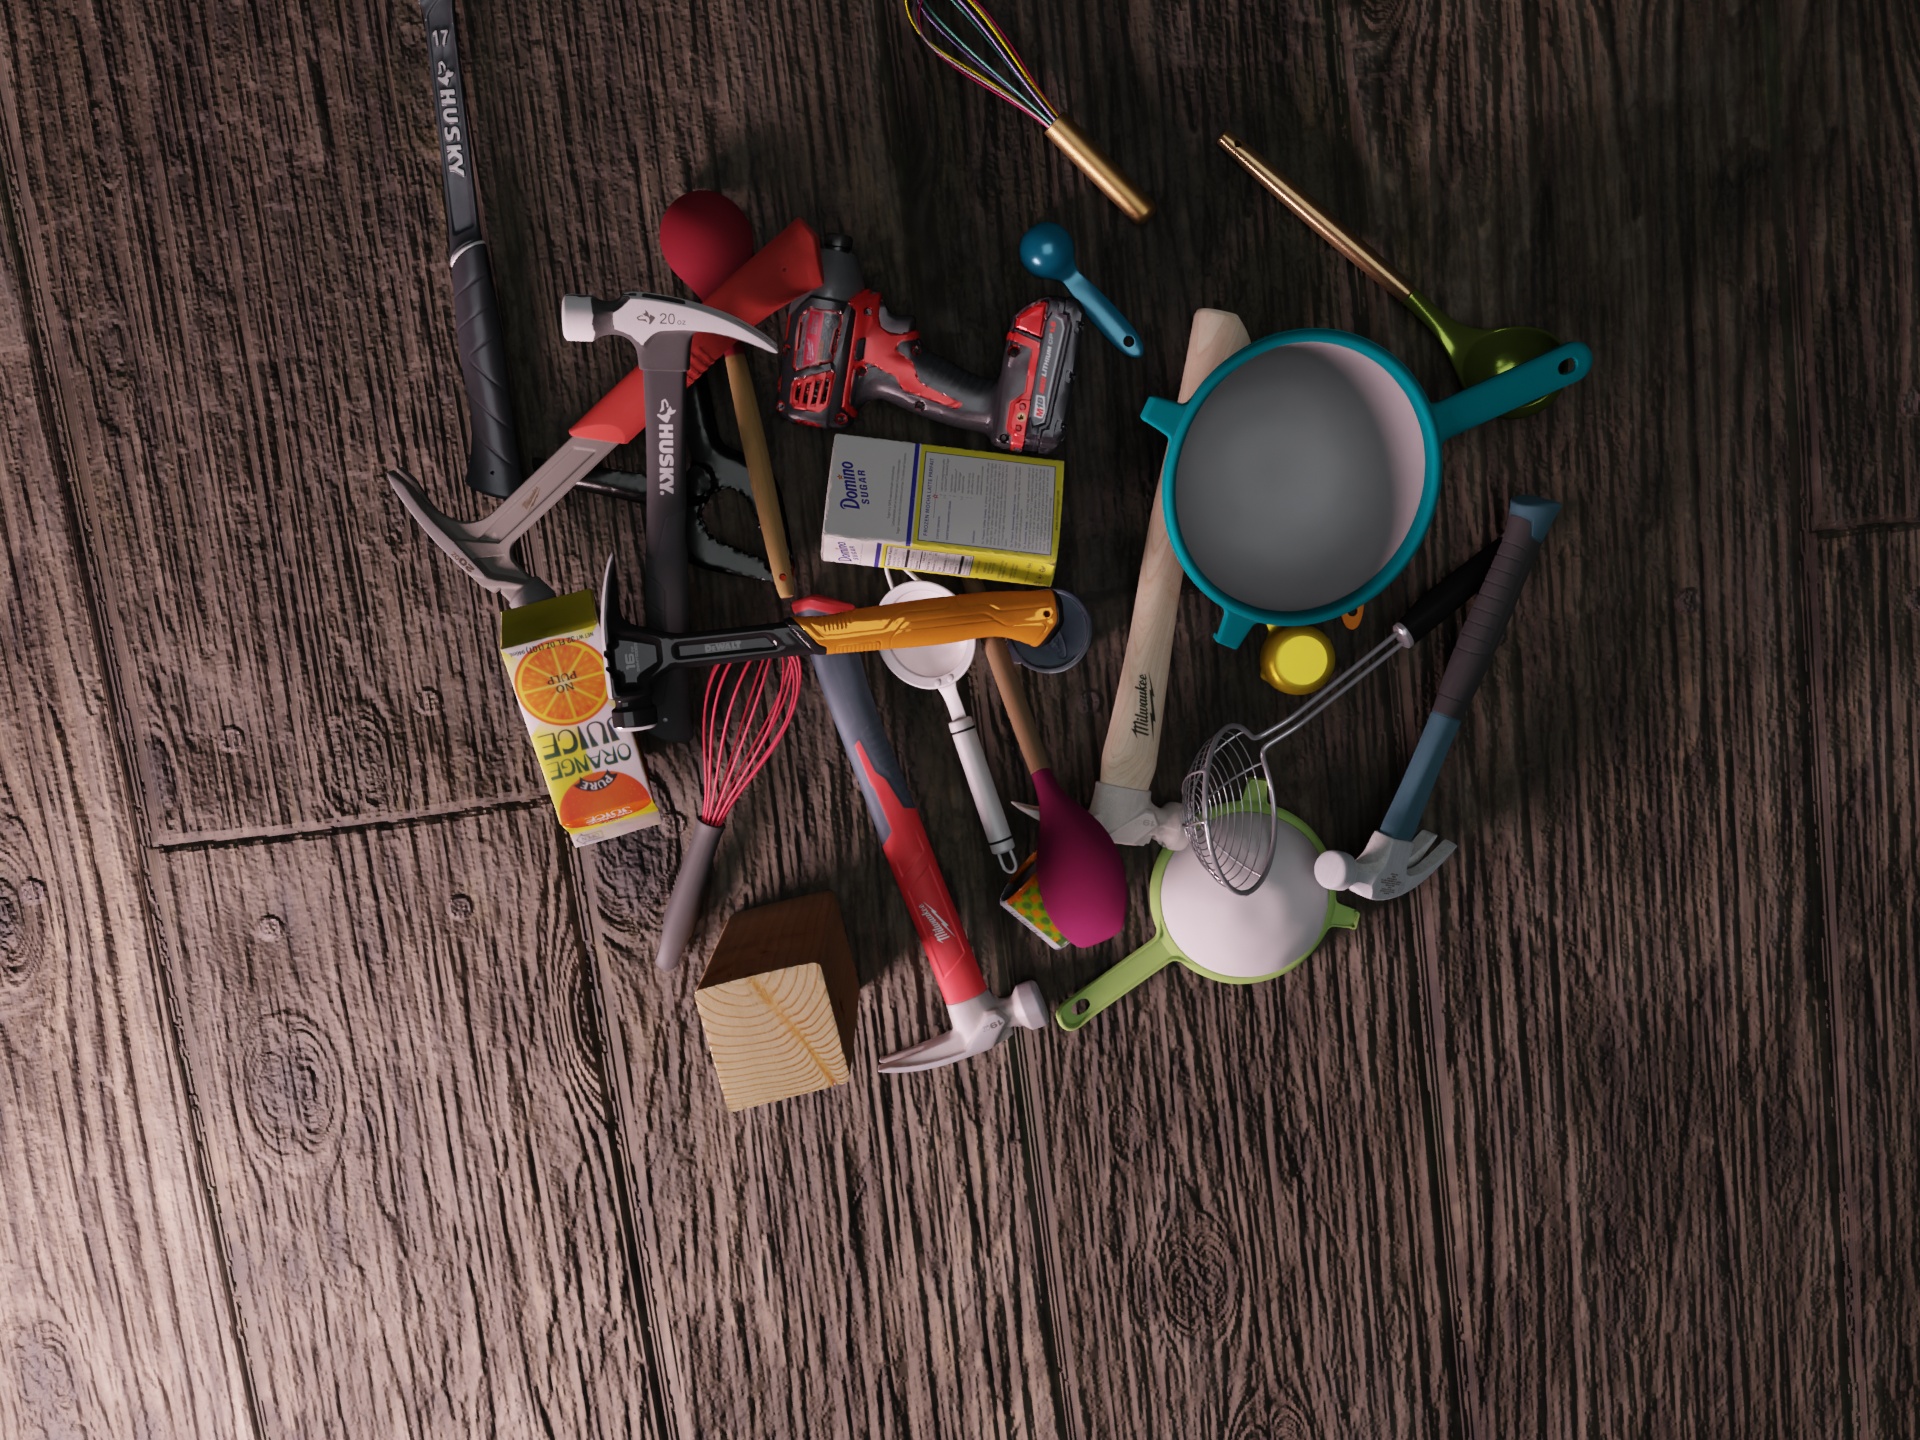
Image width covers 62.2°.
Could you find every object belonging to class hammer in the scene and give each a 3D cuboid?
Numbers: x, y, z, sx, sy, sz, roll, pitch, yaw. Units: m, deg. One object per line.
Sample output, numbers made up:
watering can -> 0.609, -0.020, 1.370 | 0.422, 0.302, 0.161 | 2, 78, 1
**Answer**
hammer -> -0.089, -0.072, 1.155 | 0.337, 0.034, 0.127 | -6, 99, -12
hammer -> 0.145, -0.109, 1.213 | 0.146, 0.038, 0.410 | 9, 94, -22
hammer -> 0.376, -0.017, 1.213 | 0.128, 0.033, 0.331 | 14, 101, -42
hammer -> -0.364, -0.368, 1.185 | 0.149, 0.036, 0.409 | -6, 98, -2
hammer -> -0.209, -0.139, 1.160 | 0.146, 0.035, 0.334 | 0, 114, -8
hammer -> -0.245, -0.239, 1.159 | 0.359, 0.037, 0.149 | -41, 102, 11
hammer -> -0.063, 0.088, 1.252 | 0.143, 0.038, 0.386 | -21, 98, 3

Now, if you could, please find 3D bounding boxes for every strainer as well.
strainer -> -0.002, -0.004, 1.226 | 0.087, 0.050, 0.258 | -18, 92, 30
strainer -> 0.185, 0.173, 1.253 | 0.256, 0.069, 0.151 | -35, 97, 2
strainer -> 0.293, -0.207, 1.169 | 0.340, 0.095, 0.211 | -24, 110, -6

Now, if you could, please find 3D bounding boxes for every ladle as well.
ladle -> -0.164, -0.245, 1.185 | 0.069, 0.031, 0.315 | -13, 90, -6
ladle -> 0.322, -0.342, 1.197 | 0.320, 0.062, 0.078 | 39, 81, -3

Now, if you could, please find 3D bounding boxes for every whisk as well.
whisk -> 0.052, -0.460, 1.185 | 0.245, 0.051, 0.047 | 42, 116, -10
whisk -> -0.188, 0.061, 1.236 | 0.073, 0.073, 0.295 | 19, 102, -4

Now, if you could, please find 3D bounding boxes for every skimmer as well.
skimmer -> 0.308, -0.016, 1.199 | 0.363, 0.090, 0.127 | -39, 125, -6

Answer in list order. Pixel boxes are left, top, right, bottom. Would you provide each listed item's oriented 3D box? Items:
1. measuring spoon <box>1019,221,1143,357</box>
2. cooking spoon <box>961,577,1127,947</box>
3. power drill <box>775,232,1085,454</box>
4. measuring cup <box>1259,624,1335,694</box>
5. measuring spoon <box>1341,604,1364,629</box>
measuring spoon -> 0.095, -0.326, 1.208 | 0.042, 0.021, 0.128 | -43, 95, 4
cooking spoon -> 0.051, 0.015, 1.182 | 0.069, 0.017, 0.319 | -28, 67, 23
power drill -> -0.022, -0.278, 1.187 | 0.219, 0.078, 0.143 | 9, 98, 0
measuring cup -> 0.242, -0.091, 1.240 | 0.062, 0.029, 0.156 | -28, 97, 2
measuring spoon -> 0.307, -0.129, 1.245 | 0.021, 0.011, 0.117 | -2, 98, -1
